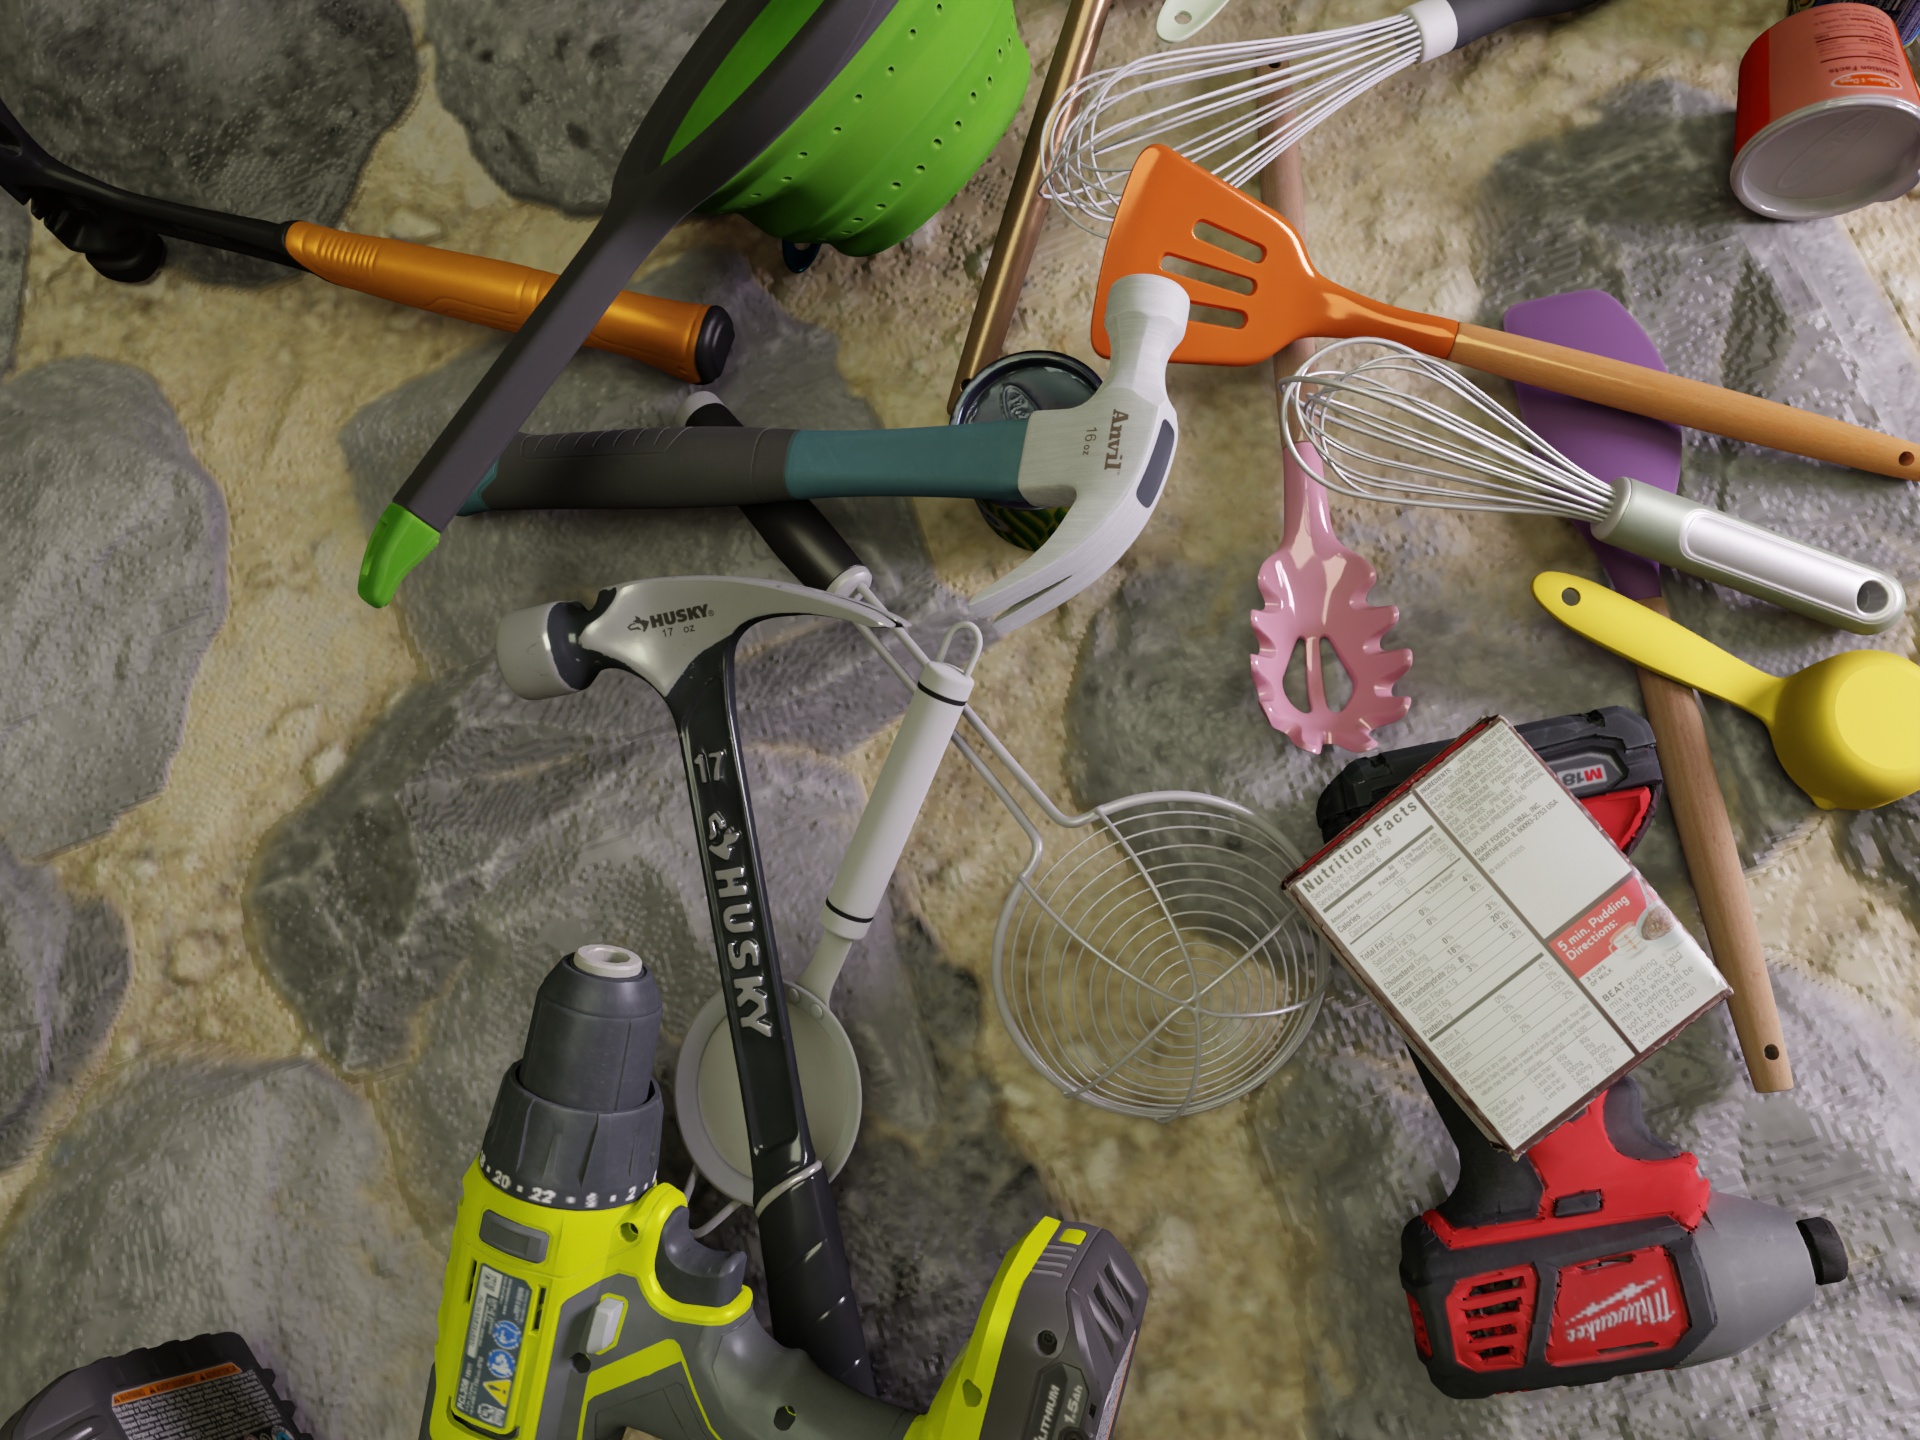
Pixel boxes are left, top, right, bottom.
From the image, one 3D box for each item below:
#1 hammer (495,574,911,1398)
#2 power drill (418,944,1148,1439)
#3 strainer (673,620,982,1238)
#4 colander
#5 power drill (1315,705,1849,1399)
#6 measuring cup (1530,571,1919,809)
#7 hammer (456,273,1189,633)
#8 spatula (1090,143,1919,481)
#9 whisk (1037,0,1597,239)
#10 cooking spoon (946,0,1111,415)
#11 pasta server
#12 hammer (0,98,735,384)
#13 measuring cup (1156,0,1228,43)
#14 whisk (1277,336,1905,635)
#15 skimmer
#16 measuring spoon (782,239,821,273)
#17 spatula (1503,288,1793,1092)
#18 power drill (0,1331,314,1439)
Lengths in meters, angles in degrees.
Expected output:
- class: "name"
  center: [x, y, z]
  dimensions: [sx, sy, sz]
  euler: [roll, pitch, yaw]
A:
- class: "hammer"
  center: [-0.060, 0.147, 0.570]
  dimensions: [0.149, 0.036, 0.409]
  euler: [-10, 91, 16]
- class: "power drill"
  center: [-0.062, 0.190, 0.517]
  dimensions: [0.228, 0.080, 0.190]
  euler: [15, 98, 16]
- class: "strainer"
  center: [-0.044, 0.081, 0.597]
  dimensions: [0.087, 0.050, 0.258]
  euler: [30, 105, 27]
- class: "colander"
  center: [-0.085, -0.189, 0.626]
  dimensions: [0.094, 0.205, 0.397]
  euler: [38, 82, -29]
- class: "power drill"
  center: [0.210, 0.114, 0.555]
  dimensions: [0.143, 0.078, 0.220]
  euler: [-12, 79, 8]
- class: "measuring cup"
  center: [0.283, -0.020, 0.576]
  dimensions: [0.156, 0.029, 0.062]
  euler: [26, 77, 3]
- class: "hammer"
  center: [-0.075, -0.103, 0.632]
  dimensions: [0.331, 0.033, 0.128]
  euler: [3, 77, 27]
- class: "spatula"
  center: [0.212, -0.138, 0.603]
  dimensions: [0.322, 0.041, 0.081]
  euler: [16, 101, 5]
- class: "whisk"
  center: [0.159, -0.266, 0.640]
  dimensions: [0.284, 0.070, 0.070]
  euler: [-24, 75, -9]
- class: "cooking spoon"
  center: [0.049, -0.277, 0.650]
  dimensions: [0.069, 0.017, 0.319]
  euler: [19, 100, 7]
- class: "pasta server"
  center: [0.137, -0.138, 0.640]
  dimensions: [0.060, 0.040, 0.316]
  euler: [-2, 77, 2]
- class: "hammer"
  center: [-0.263, -0.205, 0.698]
  dimensions: [0.337, 0.127, 0.034]
  euler: [15, 77, 7]
- class: "measuring cup"
  center: [0.130, -0.326, 0.663]
  dimensions: [0.083, 0.038, 0.167]
  euler: [36, 74, 11]
- class: "whisk"
  center: [0.231, -0.081, 0.582]
  dimensions: [0.246, 0.059, 0.058]
  euler: [19, 92, -3]
- class: "skimmer"
  center: [-0.001, -0.002, 0.642]
  dimensions: [0.127, 0.090, 0.364]
  euler: [-42, 64, 4]
- class: "measuring spoon"
  center: [-0.060, -0.262, 0.717]
  dimensions: [0.042, 0.021, 0.128]
  euler: [12, 90, 6]
- class: "spatula"
  center: [0.266, -0.021, 0.600]
  dimensions: [0.060, 0.018, 0.316]
  euler: [-9, 76, 4]
- class: "power drill"
  center: [-0.361, 0.329, 0.569]
  dimensions: [0.223, 0.171, 0.080]
  euler: [-40, 74, -3]
